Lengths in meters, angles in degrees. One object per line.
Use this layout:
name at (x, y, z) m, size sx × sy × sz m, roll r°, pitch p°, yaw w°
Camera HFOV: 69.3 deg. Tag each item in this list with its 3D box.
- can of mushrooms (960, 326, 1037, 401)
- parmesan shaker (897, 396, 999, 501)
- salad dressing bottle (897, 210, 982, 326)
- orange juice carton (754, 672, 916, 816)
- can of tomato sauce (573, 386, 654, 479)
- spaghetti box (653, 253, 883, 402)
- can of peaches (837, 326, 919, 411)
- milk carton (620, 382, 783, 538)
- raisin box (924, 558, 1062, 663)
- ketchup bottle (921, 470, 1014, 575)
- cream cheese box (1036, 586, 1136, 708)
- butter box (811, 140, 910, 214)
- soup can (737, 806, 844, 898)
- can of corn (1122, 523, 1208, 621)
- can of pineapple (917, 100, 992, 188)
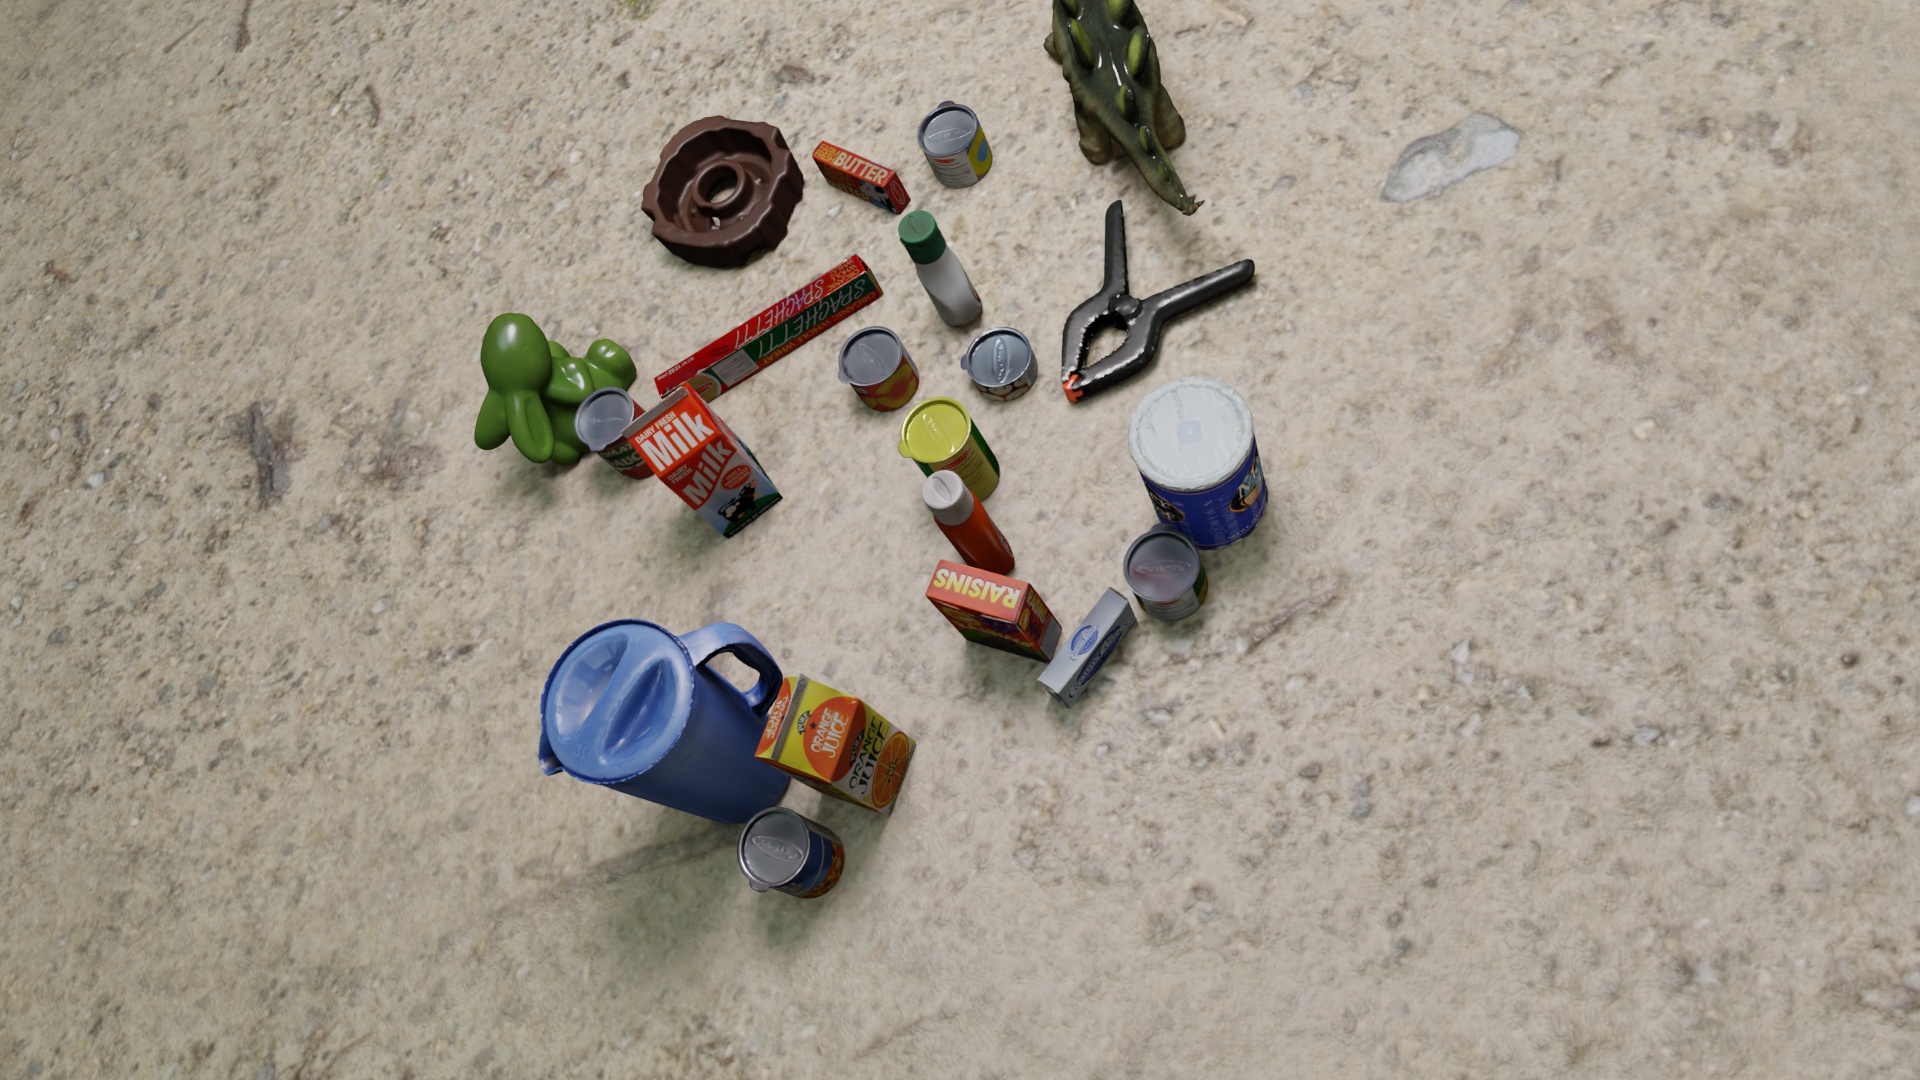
can of mushrooms at (0.038, -0.171, 1.347) m, size 0.071 × 0.033 × 0.071 m, roll -6°, pitch 66°, yaw 15°
parmesan shaker at (-0.011, -0.080, 1.285) m, size 0.071 × 0.103 × 0.071 m, roll -6°, pitch 67°, yaw 15°
salad dressing bottle at (-0.020, -0.262, 1.340) m, size 0.044 × 0.147 × 0.064 m, roll -34°, pitch 63°, yaw 2°
orange juice carton at (-0.109, 0.170, 1.160) m, size 0.073 × 0.192 × 0.072 m, roll 13°, pitch 73°, yaw 22°
can of tomato sauce at (-0.342, -0.106, 1.410) m, size 0.071 × 0.083 × 0.071 m, roll -6°, pitch 67°, yaw 15°
spaghetti box at (-0.196, -0.210, 1.427) m, size 0.250 × 0.050 × 0.029 m, roll -31°, pitch 63°, yaw 3°
can of peaches at (-0.082, -0.167, 1.369) m, size 0.071 × 0.058 × 0.071 m, roll -6°, pitch 67°, yaw 15°
milk carton at (-0.247, -0.081, 1.310) m, size 0.072 × 0.190 × 0.073 m, roll -37°, pitch 63°, yaw 0°
raisin box at (0.030, 0.063, 1.201) m, size 0.086 × 0.123 × 0.040 m, roll 16°, pitch 74°, yaw 23°
ketchup bottle at (0.004, -0.015, 1.227) m, size 0.043 × 0.148 × 0.065 m, roll -36°, pitch 63°, yaw 1°
cream cheese box at (0.111, 0.094, 1.202) m, size 0.024 × 0.053 × 0.104 m, roll 35°, pitch 82°, yaw 26°
butter box at (-0.106, -0.385, 1.471) m, size 0.103 × 0.053 × 0.024 m, roll 29°, pitch 80°, yaw 26°
soup can at (-0.145, 0.271, 1.190) m, size 0.071 × 0.083 × 0.071 m, roll -6°, pitch 67°, yaw 15°
can of corn at (0.179, 0.028, 1.205) m, size 0.071 × 0.058 × 0.071 m, roll -6°, pitch 67°, yaw 15°
can of pineapple at (-0.005, -0.412, 1.449) m, size 0.071 × 0.057 × 0.071 m, roll -6°, pitch 67°, yaw 15°
